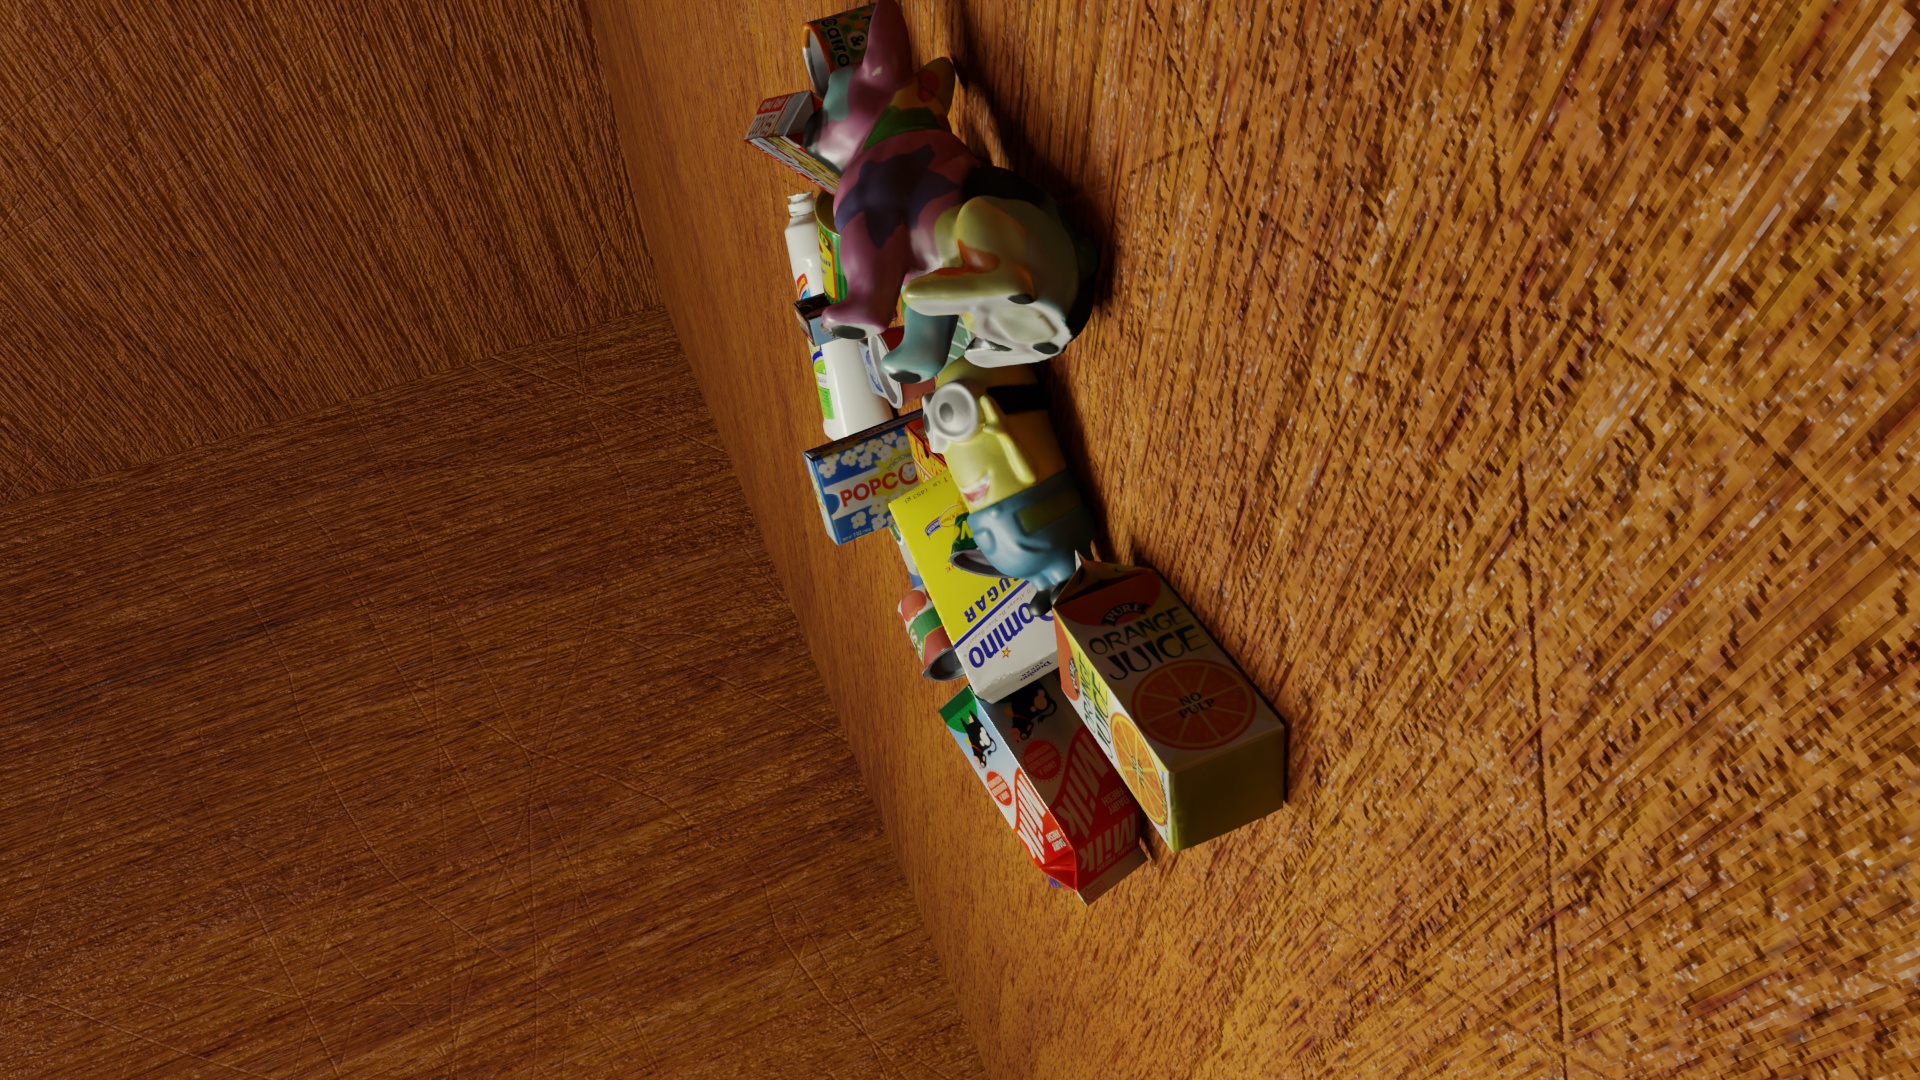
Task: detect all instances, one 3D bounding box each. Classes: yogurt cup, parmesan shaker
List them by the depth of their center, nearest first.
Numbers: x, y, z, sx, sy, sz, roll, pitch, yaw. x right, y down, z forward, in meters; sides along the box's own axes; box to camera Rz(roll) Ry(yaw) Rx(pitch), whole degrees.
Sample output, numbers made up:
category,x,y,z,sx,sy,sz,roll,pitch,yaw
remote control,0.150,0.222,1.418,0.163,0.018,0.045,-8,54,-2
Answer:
category,x,y,z,sx,sy,sz,roll,pitch,yaw
yogurt cup,-0.040,-0.150,1.159,0.072,0.054,0.072,161,89,-77
parmesan shaker,-0.088,-0.246,1.180,0.102,0.071,0.071,93,154,-60

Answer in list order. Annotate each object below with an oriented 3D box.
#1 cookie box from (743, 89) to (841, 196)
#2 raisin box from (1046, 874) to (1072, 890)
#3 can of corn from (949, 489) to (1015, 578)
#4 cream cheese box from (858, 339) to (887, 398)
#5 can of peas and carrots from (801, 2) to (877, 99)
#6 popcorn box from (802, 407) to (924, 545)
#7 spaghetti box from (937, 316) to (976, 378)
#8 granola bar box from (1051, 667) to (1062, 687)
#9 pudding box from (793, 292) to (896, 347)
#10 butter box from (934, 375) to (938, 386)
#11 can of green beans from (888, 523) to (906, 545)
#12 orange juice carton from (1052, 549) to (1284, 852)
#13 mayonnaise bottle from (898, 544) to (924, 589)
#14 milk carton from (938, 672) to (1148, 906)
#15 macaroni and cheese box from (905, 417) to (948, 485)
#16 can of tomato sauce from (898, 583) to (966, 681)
category,x,y,z,sx,sy,sz,roll,pitch,yaw
cookie box,-0.086,-0.281,1.028,0.123,0.040,0.168,28,-175,-23
raisin box,0.088,0.258,1.285,0.086,0.040,0.123,126,125,-74
can of corn,0.028,-0.010,1.017,0.071,0.071,0.058,110,167,-71
cream cheese box,-0.070,-0.165,1.333,0.104,0.024,0.053,-145,37,-69
can of peas and carrots,-0.076,-0.347,0.997,0.071,0.059,0.071,161,89,-78
popcorn box,-0.070,-0.059,1.260,0.038,0.127,0.085,37,145,60
spaghetti box,0.006,-0.145,0.971,0.029,0.050,0.248,-69,-26,-50
granola bar box,0.049,0.128,1.246,0.166,0.039,0.123,-131,24,-58
pudding box,-0.107,-0.212,1.279,0.050,0.084,0.030,-128,21,-53
butter box,0.005,-0.124,1.078,0.104,0.024,0.053,-129,23,-55
can of green beans,-0.042,-0.035,1.336,0.071,0.058,0.071,162,89,-77
orange juice carton,0.112,0.086,0.834,0.193,0.073,0.071,-124,18,-48
mayonnaise bottle,-0.045,-0.004,1.439,0.065,0.041,0.147,-129,22,-59
milk carton,0.071,0.188,1.096,0.191,0.072,0.073,56,150,10
macaroni and cheese box,0.004,-0.015,1.212,0.124,0.040,0.165,-134,27,-60
can of tomato sauce,-0.021,0.092,1.415,0.070,0.071,0.083,88,158,-55
